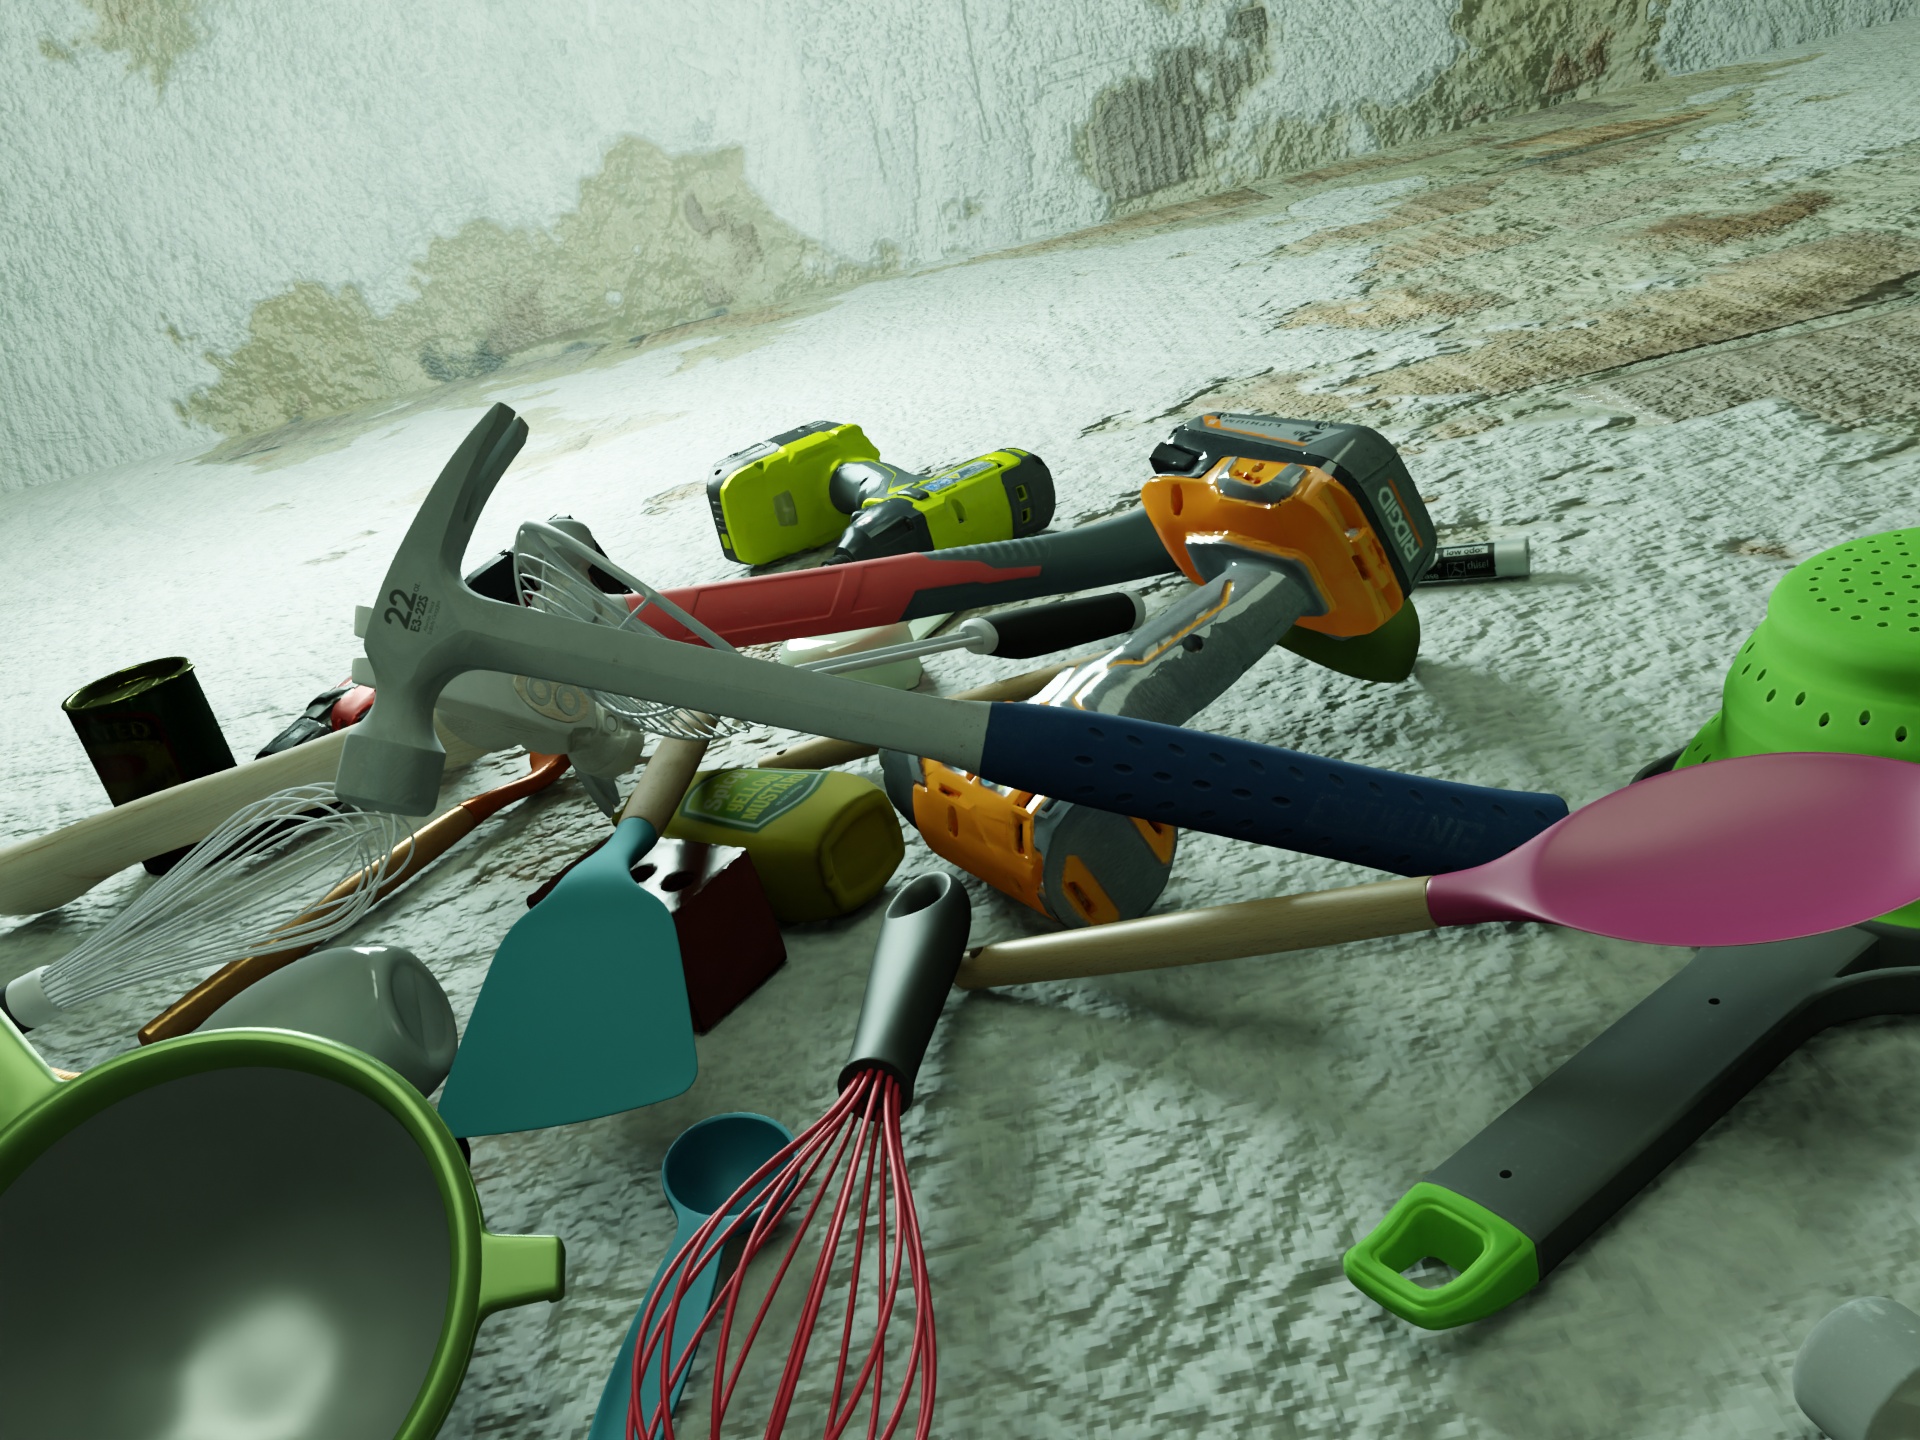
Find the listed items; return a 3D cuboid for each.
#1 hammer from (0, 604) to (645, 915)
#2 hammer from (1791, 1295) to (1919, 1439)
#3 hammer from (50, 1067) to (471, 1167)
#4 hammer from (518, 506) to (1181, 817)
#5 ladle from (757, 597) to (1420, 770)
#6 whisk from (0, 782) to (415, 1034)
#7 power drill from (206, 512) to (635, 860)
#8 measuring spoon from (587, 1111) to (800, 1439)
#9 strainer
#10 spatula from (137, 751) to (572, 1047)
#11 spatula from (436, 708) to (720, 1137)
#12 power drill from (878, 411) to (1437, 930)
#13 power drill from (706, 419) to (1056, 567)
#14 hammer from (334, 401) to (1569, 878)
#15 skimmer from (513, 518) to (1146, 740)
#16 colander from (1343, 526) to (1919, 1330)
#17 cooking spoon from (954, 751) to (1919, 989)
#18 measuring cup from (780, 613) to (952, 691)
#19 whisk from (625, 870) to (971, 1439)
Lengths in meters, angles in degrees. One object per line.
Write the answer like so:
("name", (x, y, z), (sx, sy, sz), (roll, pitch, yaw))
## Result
("hammer", (-0.349, 0.035, 0.741), (0.410, 0.038, 0.146), (-16, -23, 28))
("hammer", (0.058, 0.207, 0.243), (0.359, 0.036, 0.149), (-18, 23, -10))
("hammer", (-0.316, 0.136, 0.581), (0.337, 0.034, 0.127), (1, 62, 24))
("hammer", (-0.024, -0.055, 0.833), (0.386, 0.143, 0.038), (-11, -13, -25))
("ladle", (0.056, -0.009, 0.755), (0.320, 0.062, 0.078), (-17, 24, 12))
("whisk", (-0.363, 0.102, 0.674), (0.284, 0.070, 0.070), (-26, 23, 3))
("power drill", (-0.291, -0.009, 0.843), (0.227, 0.080, 0.188), (-21, 19, 41))
("measuring spoon", (-0.077, 0.166, 0.450), (0.042, 0.021, 0.129), (4, 36, 11))
("strainer", (-0.237, 0.135, 0.448), (0.256, 0.069, 0.151), (37, 64, 22))
("spatula", (-0.268, 0.053, 0.786), (0.081, 0.041, 0.323), (-15, 19, 39))
("spatula", (-0.117, 0.044, 0.608), (0.082, 0.044, 0.318), (-12, 20, 6))
("power drill", (0.068, -0.026, 0.655), (0.226, 0.084, 0.164), (-47, 33, -15))
("power drill", (-0.069, -0.141, 1.076), (0.171, 0.080, 0.223), (-28, 30, -30))
("hammer", (-0.001, -0.002, 0.538), (0.405, 0.144, 0.035), (12, -3, 3))
("skimmer", (-0.029, -0.057, 0.719), (0.127, 0.090, 0.363), (26, 27, 38))
("colander", (0.251, 0.030, 0.460), (0.397, 0.094, 0.205), (-27, 26, -27))
("cooking spoon", (0.119, 0.058, 0.476), (0.319, 0.017, 0.069), (-15, 32, 39))
("measuring cup", (-0.039, -0.057, 0.906), (0.083, 0.038, 0.168), (2, 30, 34))
("whisk", (-0.029, 0.119, 0.462), (0.073, 0.073, 0.296), (-9, 21, 13))
